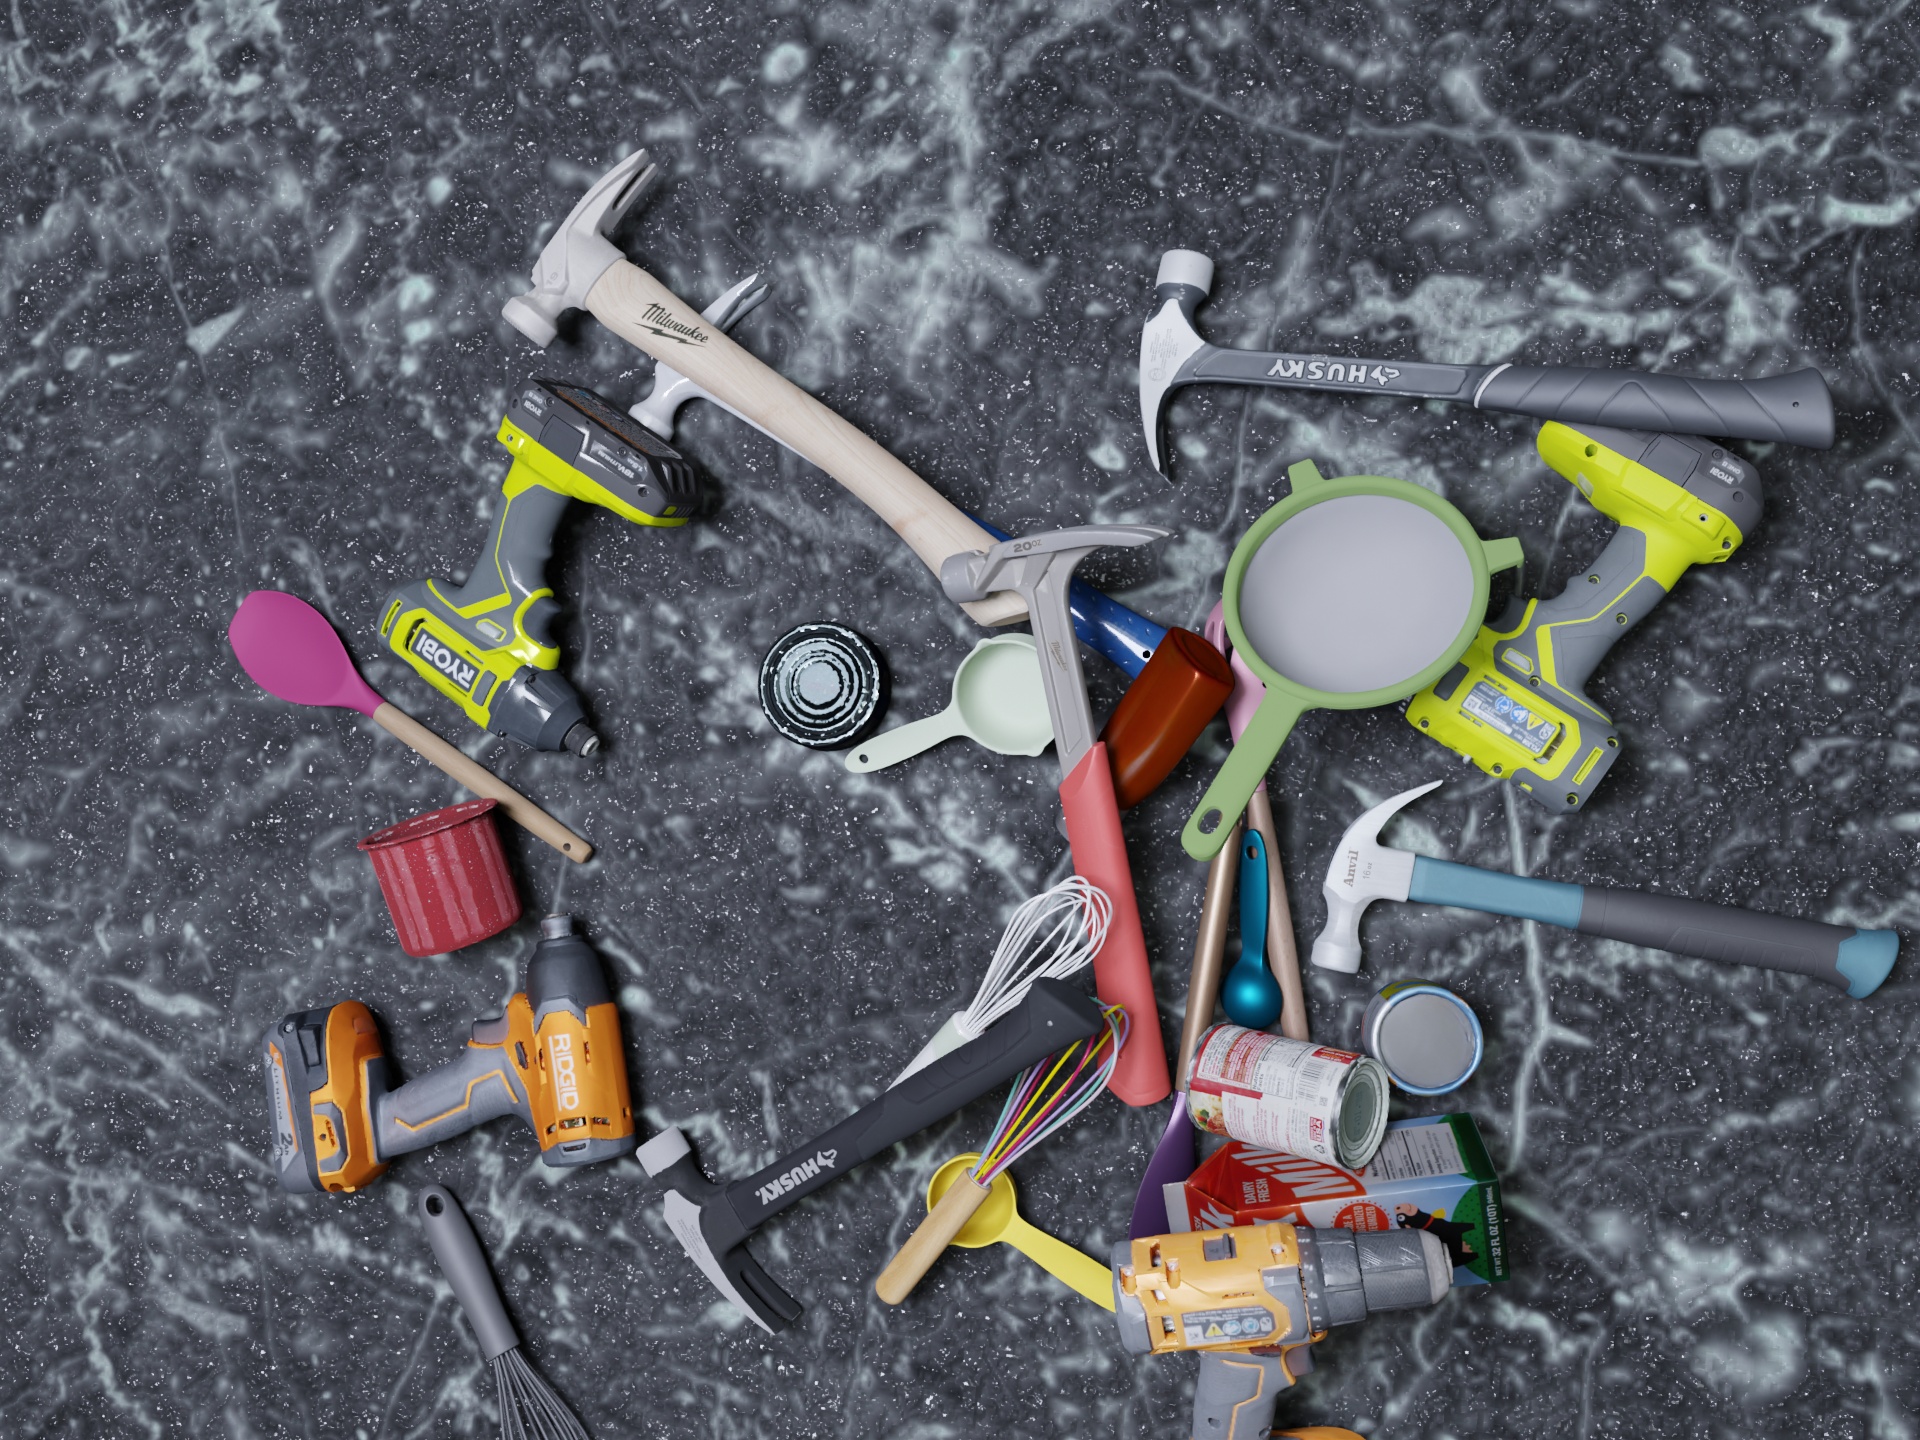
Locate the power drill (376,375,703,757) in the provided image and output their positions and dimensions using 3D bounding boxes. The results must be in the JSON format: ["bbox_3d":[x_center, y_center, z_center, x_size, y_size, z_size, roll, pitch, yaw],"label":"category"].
[{"bbox_3d":[-0.272,-0.098,1.057,0.171,0.080,0.223,35,106,11],"label":"power drill"}]

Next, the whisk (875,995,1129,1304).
[{"bbox_3d":[0.022,0.264,0.974,0.051,0.047,0.245,36,101,-4],"label":"whisk"}]

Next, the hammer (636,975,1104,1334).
[{"bbox_3d":[-0.049,0.255,0.977,0.334,0.035,0.146,-36,83,23],"label":"hammer"}]

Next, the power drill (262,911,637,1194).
[{"bbox_3d":[-0.335,0.222,1.054,0.226,0.084,0.164,-10,83,4],"label":"power drill"}]

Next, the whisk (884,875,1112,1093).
[{"bbox_3d":[0.009,0.185,0.985,0.059,0.058,0.246,23,119,-31],"label":"whisk"}]

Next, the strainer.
[{"bbox_3d":[0.207,-0.021,0.932,0.152,0.069,0.256,28,80,29],"label":"strainer"}]

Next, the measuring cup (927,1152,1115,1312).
[{"bbox_3d":[0.050,0.330,1.010,0.156,0.029,0.062,31,91,8],"label":"measuring cup"}]

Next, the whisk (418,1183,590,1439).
[{"bbox_3d":[-0.304,0.417,1.050,0.055,0.055,0.239,-31,77,5],"label":"whisk"}]

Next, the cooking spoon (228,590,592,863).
[{"bbox_3d":[-0.385,0.008,1.108,0.319,0.017,0.069,33,95,11],"label":"cooking spoon"}]

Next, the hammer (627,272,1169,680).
[{"bbox_3d":[-0.030,-0.148,1.057,0.405,0.035,0.144,33,91,10],"label":"hammer"}]

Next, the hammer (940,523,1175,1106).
[{"bbox_3d":[0.089,0.062,0.966,0.149,0.036,0.359,-5,102,35],"label":"hammer"}]

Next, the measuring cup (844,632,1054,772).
[{"bbox_3d":[-0.002,-0.003,1.044,0.167,0.038,0.083,-23,99,24],"label":"measuring cup"}]

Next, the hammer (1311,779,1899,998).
[{"bbox_3d":[0.391,0.118,0.971,0.331,0.033,0.128,10,88,9],"label":"hammer"}]

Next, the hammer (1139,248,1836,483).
[{"bbox_3d":[0.298,-0.198,0.956,0.409,0.036,0.149,11,87,26],"label":"hammer"}]

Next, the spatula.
[{"bbox_3d":[0.143,0.204,0.986,0.018,0.059,0.316,10,90,47],"label":"spatula"}]

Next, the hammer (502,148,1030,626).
[{"bbox_3d":[-0.104,-0.206,1.038,0.411,0.038,0.146,38,91,9],"label":"hammer"}]

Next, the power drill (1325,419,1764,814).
[{"bbox_3d":[0.352,-0.082,0.971,0.191,0.080,0.228,36,94,19],"label":"power drill"}]

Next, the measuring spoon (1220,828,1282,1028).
[{"bbox_3d":[0.177,0.131,0.988,0.042,0.021,0.128,7,102,42],"label":"measuring spoon"}]

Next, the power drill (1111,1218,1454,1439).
[{"bbox_3d":[0.194,0.383,0.911,0.185,0.084,0.226,-10,111,8],"label":"power drill"}]

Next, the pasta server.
[{"bbox_3d":[0.196,0.070,1.000,0.040,0.060,0.316,-10,91,-31],"label":"pasta server"}]
